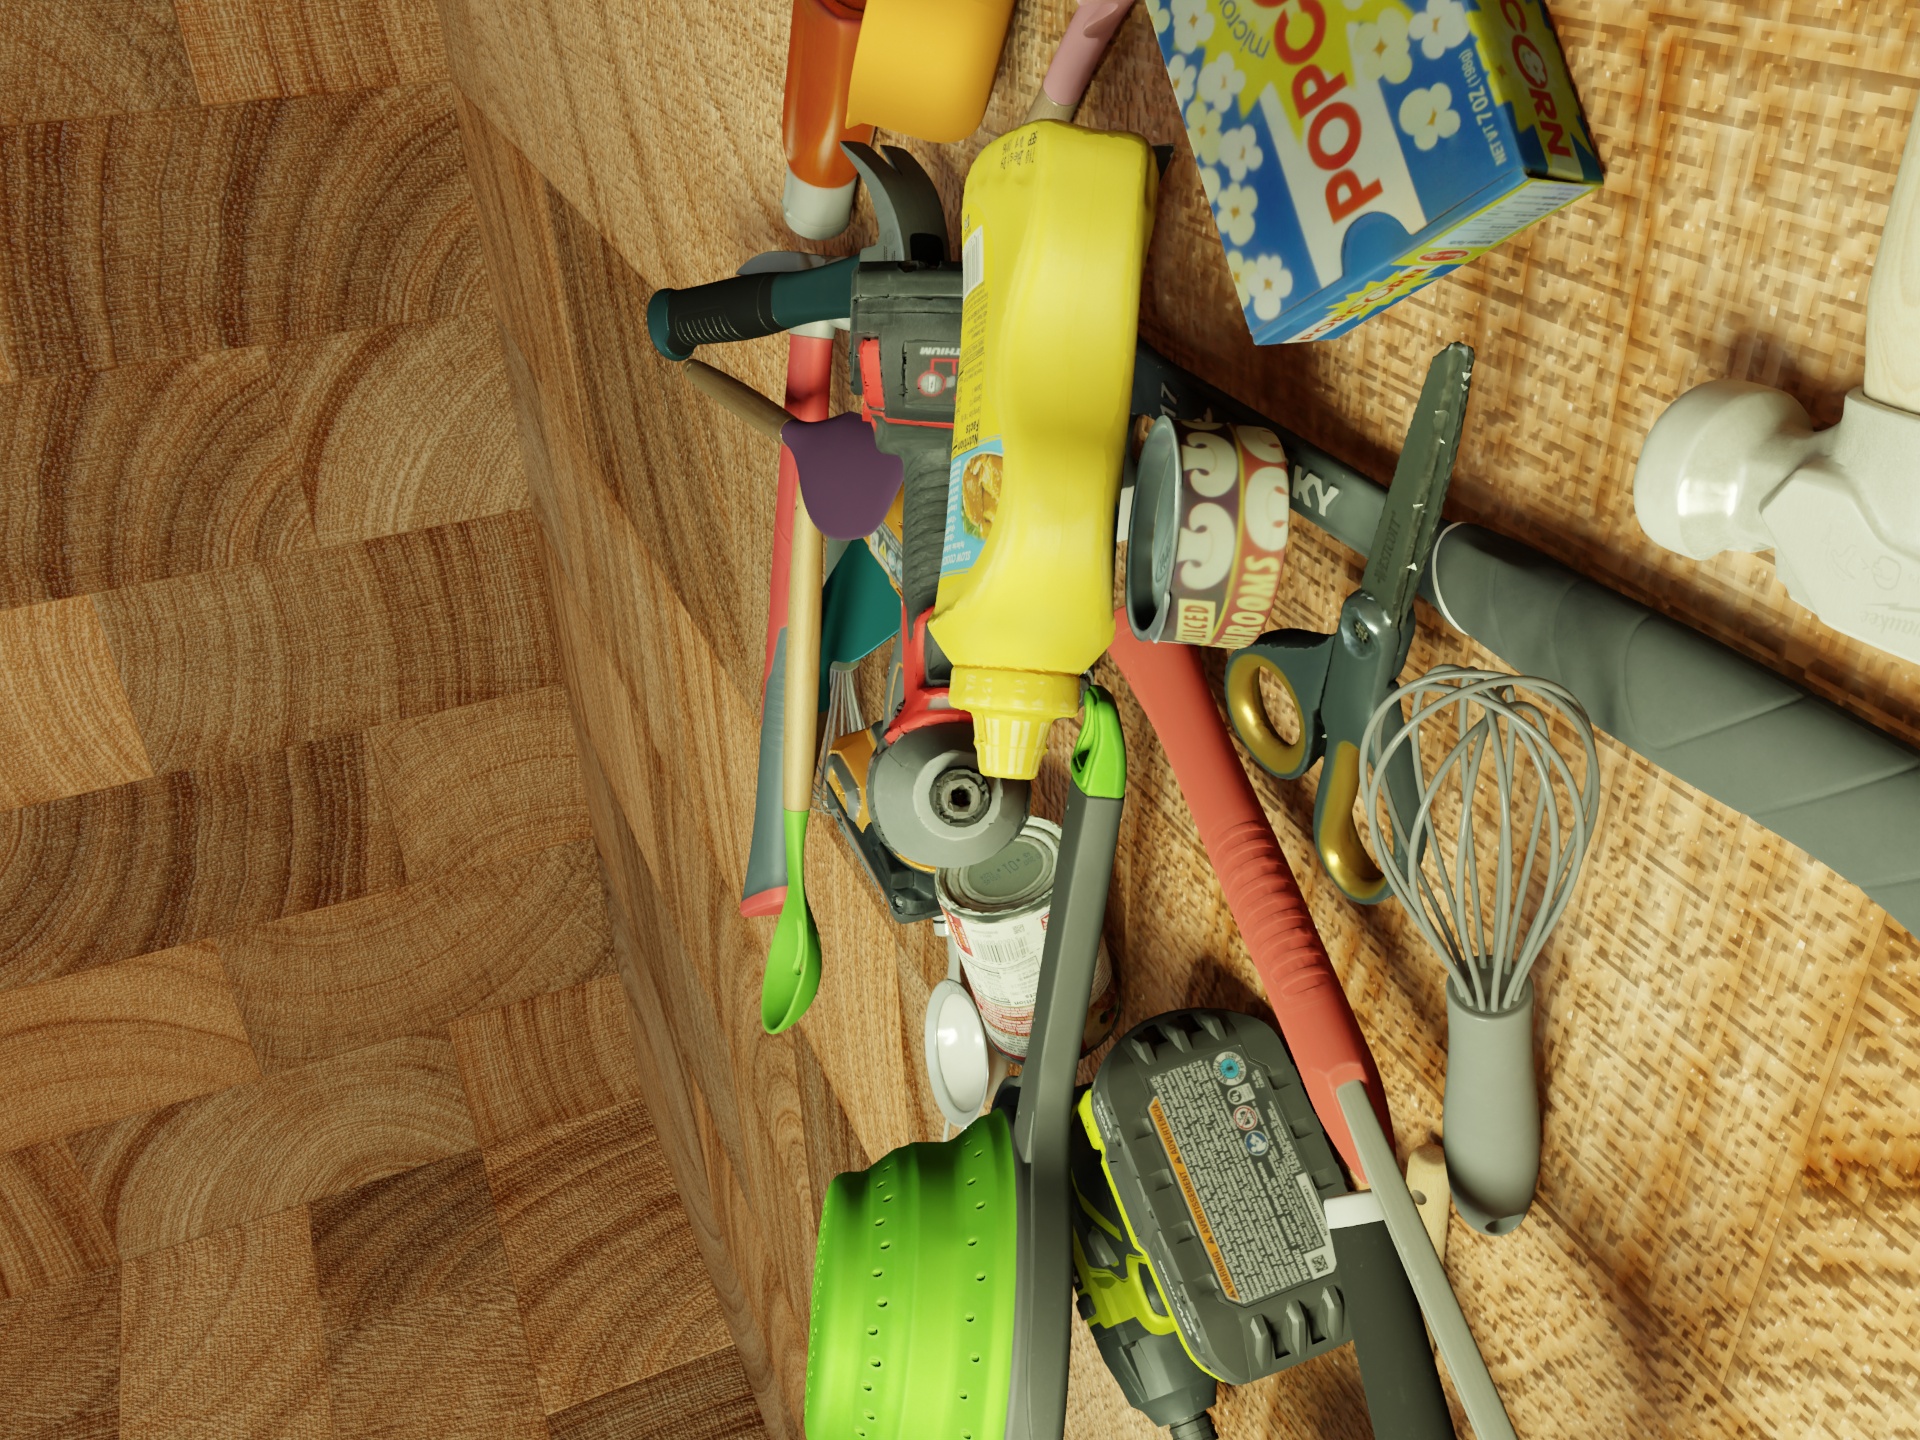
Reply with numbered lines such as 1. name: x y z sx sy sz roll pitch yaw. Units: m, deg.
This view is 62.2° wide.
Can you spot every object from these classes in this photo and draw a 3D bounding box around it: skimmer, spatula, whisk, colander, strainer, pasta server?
1. skimmer: 0.201 0.325 0.494 0.127 0.090 0.363 105 154 -71
2. spatula: -0.099 -0.156 0.846 0.060 0.018 0.316 -62 33 10
3. whisk: 0.140 0.075 0.429 0.055 0.055 0.238 53 166 48
4. spatula: -0.083 0.005 0.999 0.082 0.044 0.317 61 149 32
5. whisk: -0.077 -0.032 1.028 0.059 0.058 0.246 25 133 21
6. colander: -0.005 0.174 0.652 0.205 0.094 0.397 -101 18 -73
7. strainer: -0.003 0.128 0.936 0.087 0.050 0.258 1 99 64
8. pasta server: 0.024 -0.225 0.608 0.316 0.040 0.060 130 142 -69

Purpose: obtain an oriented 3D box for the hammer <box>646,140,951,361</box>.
1. hammer: -0.095 -0.215 0.823 0.331 0.033 0.128 17 108 58

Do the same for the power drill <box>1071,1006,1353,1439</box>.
1. power drill: 0.093 0.225 0.689 0.223 0.080 0.171 106 145 -62

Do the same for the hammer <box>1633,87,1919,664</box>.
1. hammer: 0.178 -0.193 0.202 0.146 0.038 0.410 -137 37 -55

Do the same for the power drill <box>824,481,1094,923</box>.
1. power drill: -0.001 -0.003 0.784 0.186 0.084 0.226 54 147 43

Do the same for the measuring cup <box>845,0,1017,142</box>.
1. measuring cup: -0.006 -0.272 0.643 0.174 0.052 0.095 -85 11 -80

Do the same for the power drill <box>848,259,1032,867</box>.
1. power drill: -0.005 -0.054 0.605 0.143 0.078 0.220 179 92 -86

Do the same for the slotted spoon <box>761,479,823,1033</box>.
1. slotted spoon: -0.088 0.024 0.876 0.070 0.031 0.313 -141 53 -66

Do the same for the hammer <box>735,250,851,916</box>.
1. hammer: -0.104 -0.073 0.926 0.143 0.038 0.386 31 118 57

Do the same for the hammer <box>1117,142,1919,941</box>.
1. hammer: 0.130 -0.052 0.442 0.409 0.036 0.149 -132 34 -52

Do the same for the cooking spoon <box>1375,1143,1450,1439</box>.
1. cooking spoon: 0.166 0.286 0.605 0.069 0.017 0.318 24 128 41

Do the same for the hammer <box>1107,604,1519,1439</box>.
1. hammer: 0.116 0.100 0.515 0.149 0.036 0.359 63 -173 -53
